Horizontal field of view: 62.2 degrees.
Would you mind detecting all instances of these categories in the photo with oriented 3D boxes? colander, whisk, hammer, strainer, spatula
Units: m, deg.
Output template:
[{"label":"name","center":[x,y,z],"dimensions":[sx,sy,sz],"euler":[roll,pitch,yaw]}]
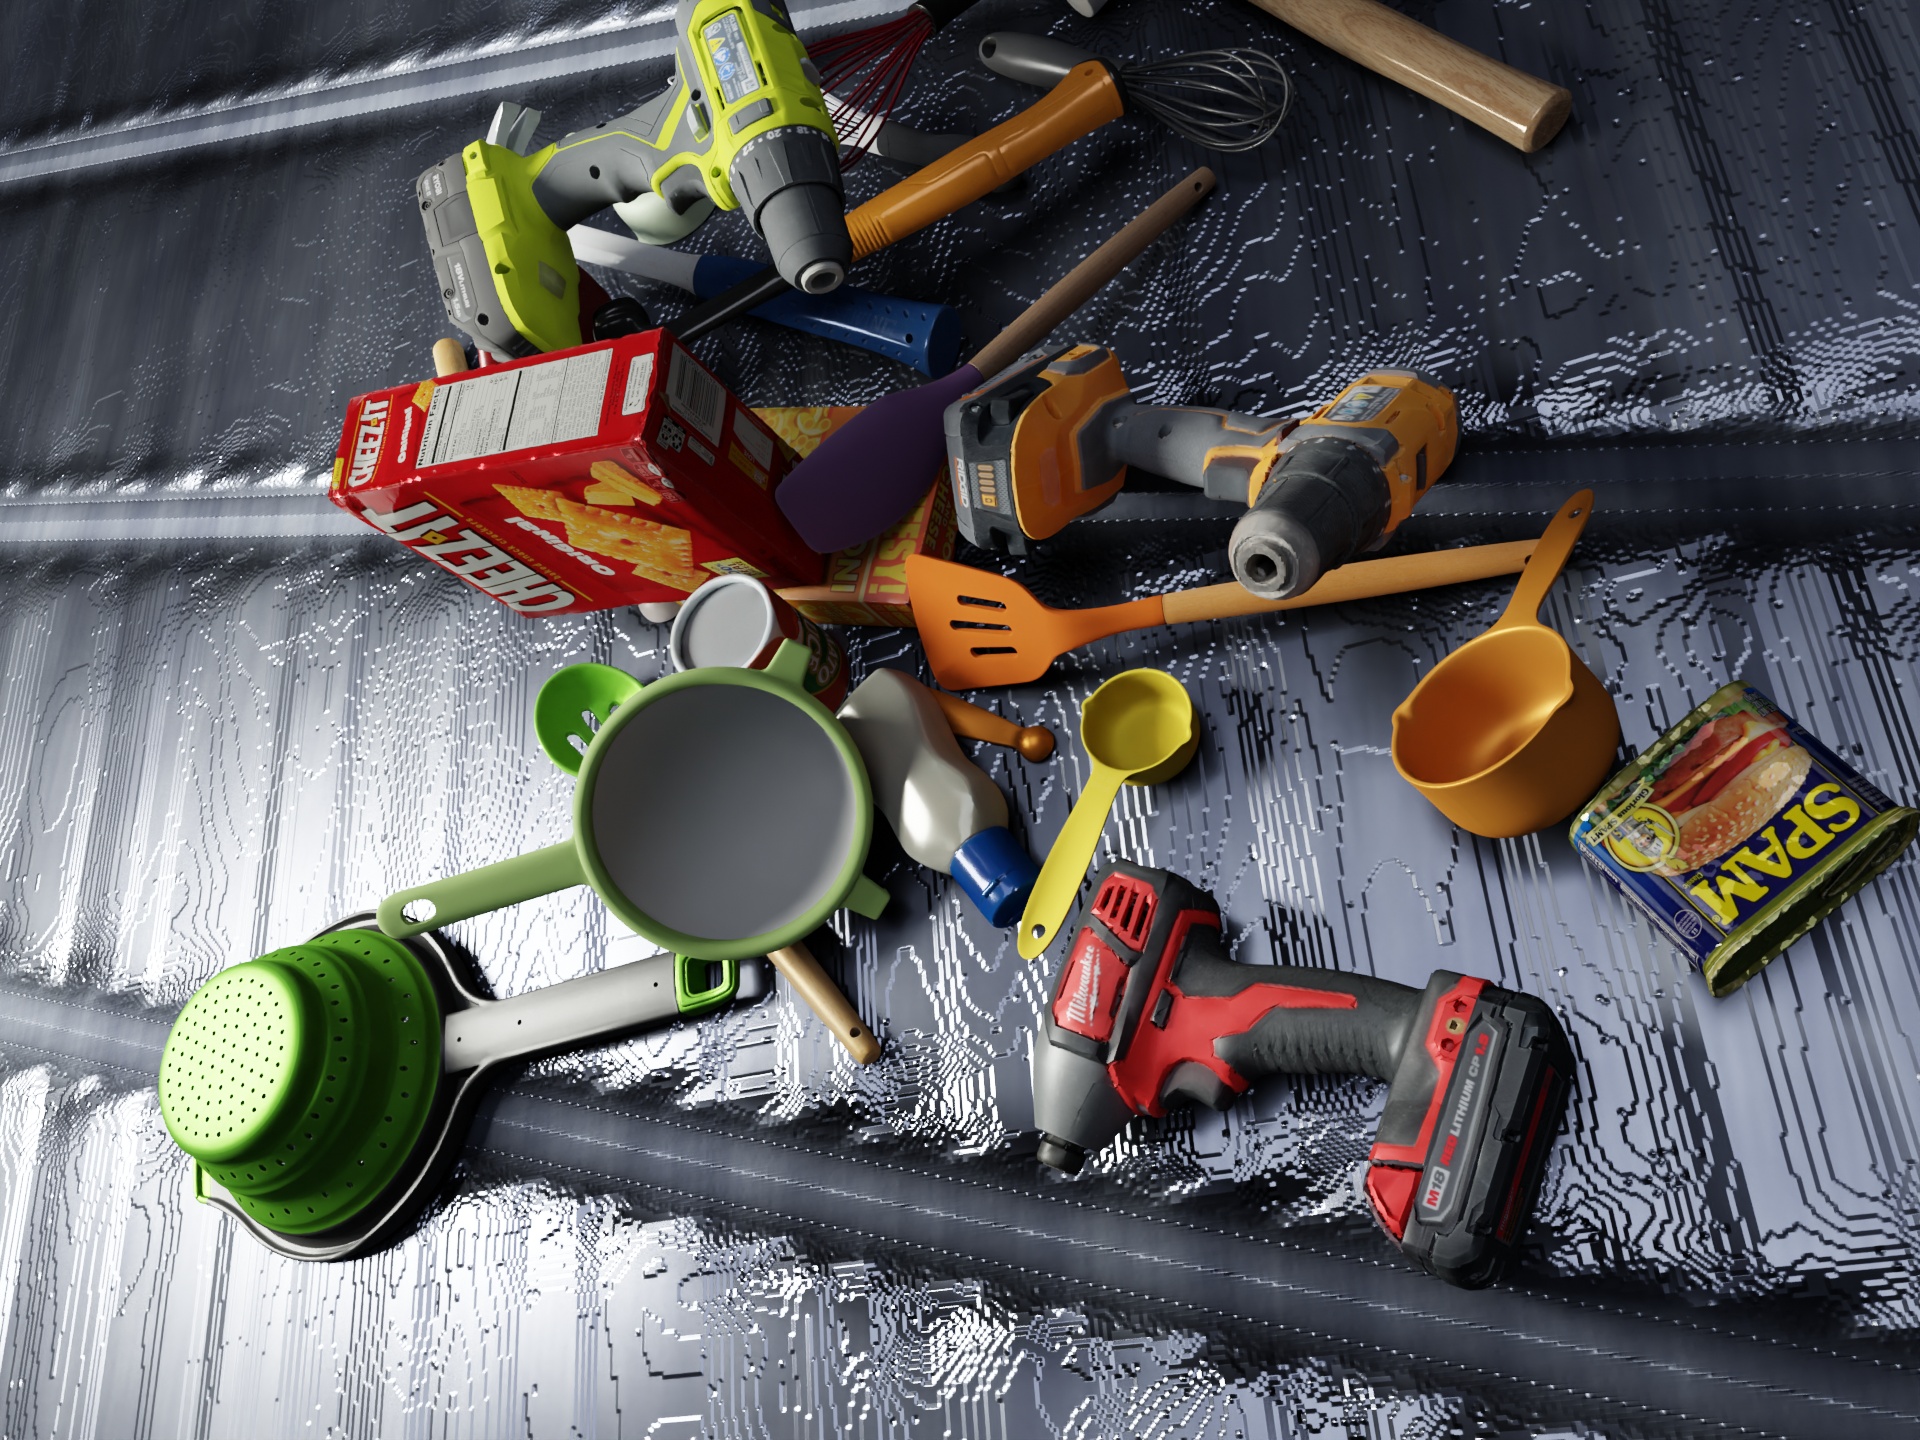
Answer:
[{"label":"colander","center":[-0.310,0.176,0.881],"dimensions":[0.397,0.094,0.205],"euler":[-18,63,20]},{"label":"whisk","center":[-0.325,-0.176,1.061],"dimensions":[0.051,0.047,0.245],"euler":[-47,50,30]},{"label":"hammer","center":[0.204,-0.404,0.897],"dimensions":[0.130,0.031,0.332],"euler":[-47,58,3]},{"label":"strainer","center":[-0.171,0.059,0.826],"dimensions":[0.256,0.069,0.151],"euler":[-17,100,-1]},{"label":"whisk","center":[0.096,-0.378,0.932],"dimensions":[0.239,0.055,0.055],"euler":[31,85,37]},{"label":"whisk","center":[-0.077,-0.381,1.019],"dimensions":[0.285,0.070,0.070],"euler":[27,84,27]},{"label":"hammer","center":[-0.054,-0.275,0.903],"dimensions":[0.337,0.034,0.127],"euler":[-29,44,4]},{"label":"whisk","center":[-0.036,-0.415,0.969],"dimensions":[0.073,0.073,0.296],"euler":[25,63,32]},{"label":"hammer","center":[-0.173,-0.293,1.017],"dimensions":[0.406,0.035,0.144],"euler":[22,108,28]},{"label":"spatula","center":[0.028,-0.203,0.868],"dimensions":[0.316,0.059,0.018],"euler":[-43,24,-12]},{"label":"spatula","center":[0.126,-0.063,0.789],"dimensions":[0.322,0.081,0.041],"euler":[-7,26,16]}]

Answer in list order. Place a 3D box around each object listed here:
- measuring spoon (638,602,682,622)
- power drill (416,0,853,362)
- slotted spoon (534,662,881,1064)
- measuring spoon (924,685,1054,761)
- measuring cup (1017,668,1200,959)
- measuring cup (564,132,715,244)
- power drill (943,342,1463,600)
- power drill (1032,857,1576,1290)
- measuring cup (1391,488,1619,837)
[{"label":"measuring spoon","center":[-0.166,-0.119,0.974],"dimensions":[0.034,0.018,0.124],"euler":[16,77,31]},{"label":"power drill","center":[-0.170,-0.280,0.867],"dimensions":[0.228,0.080,0.191],"euler":[-24,71,15]},{"label":"slotted spoon","center":[-0.141,0.075,0.877],"dimensions":[0.070,0.031,0.314],"euler":[-34,58,-18]},{"label":"measuring spoon","center":[-0.001,-0.003,0.847],"dimensions":[0.117,0.011,0.021],"euler":[19,79,32]},{"label":"measuring cup","center":[0.069,0.048,0.776],"dimensions":[0.062,0.029,0.156],"euler":[19,76,33]},{"label":"measuring cup","center":[-0.235,-0.389,1.106],"dimensions":[0.168,0.038,0.083],"euler":[35,88,31]},{"label":"power drill","center":[0.103,-0.117,0.757],"dimensions":[0.226,0.084,0.185],"euler":[10,34,30]},{"label":"power drill","center":[0.133,0.153,0.681],"dimensions":[0.220,0.078,0.143],"euler":[14,76,34]},{"label":"measuring cup","center":[0.258,-0.025,0.700],"dimensions":[0.095,0.052,0.174],"euler":[-10,42,58]}]
